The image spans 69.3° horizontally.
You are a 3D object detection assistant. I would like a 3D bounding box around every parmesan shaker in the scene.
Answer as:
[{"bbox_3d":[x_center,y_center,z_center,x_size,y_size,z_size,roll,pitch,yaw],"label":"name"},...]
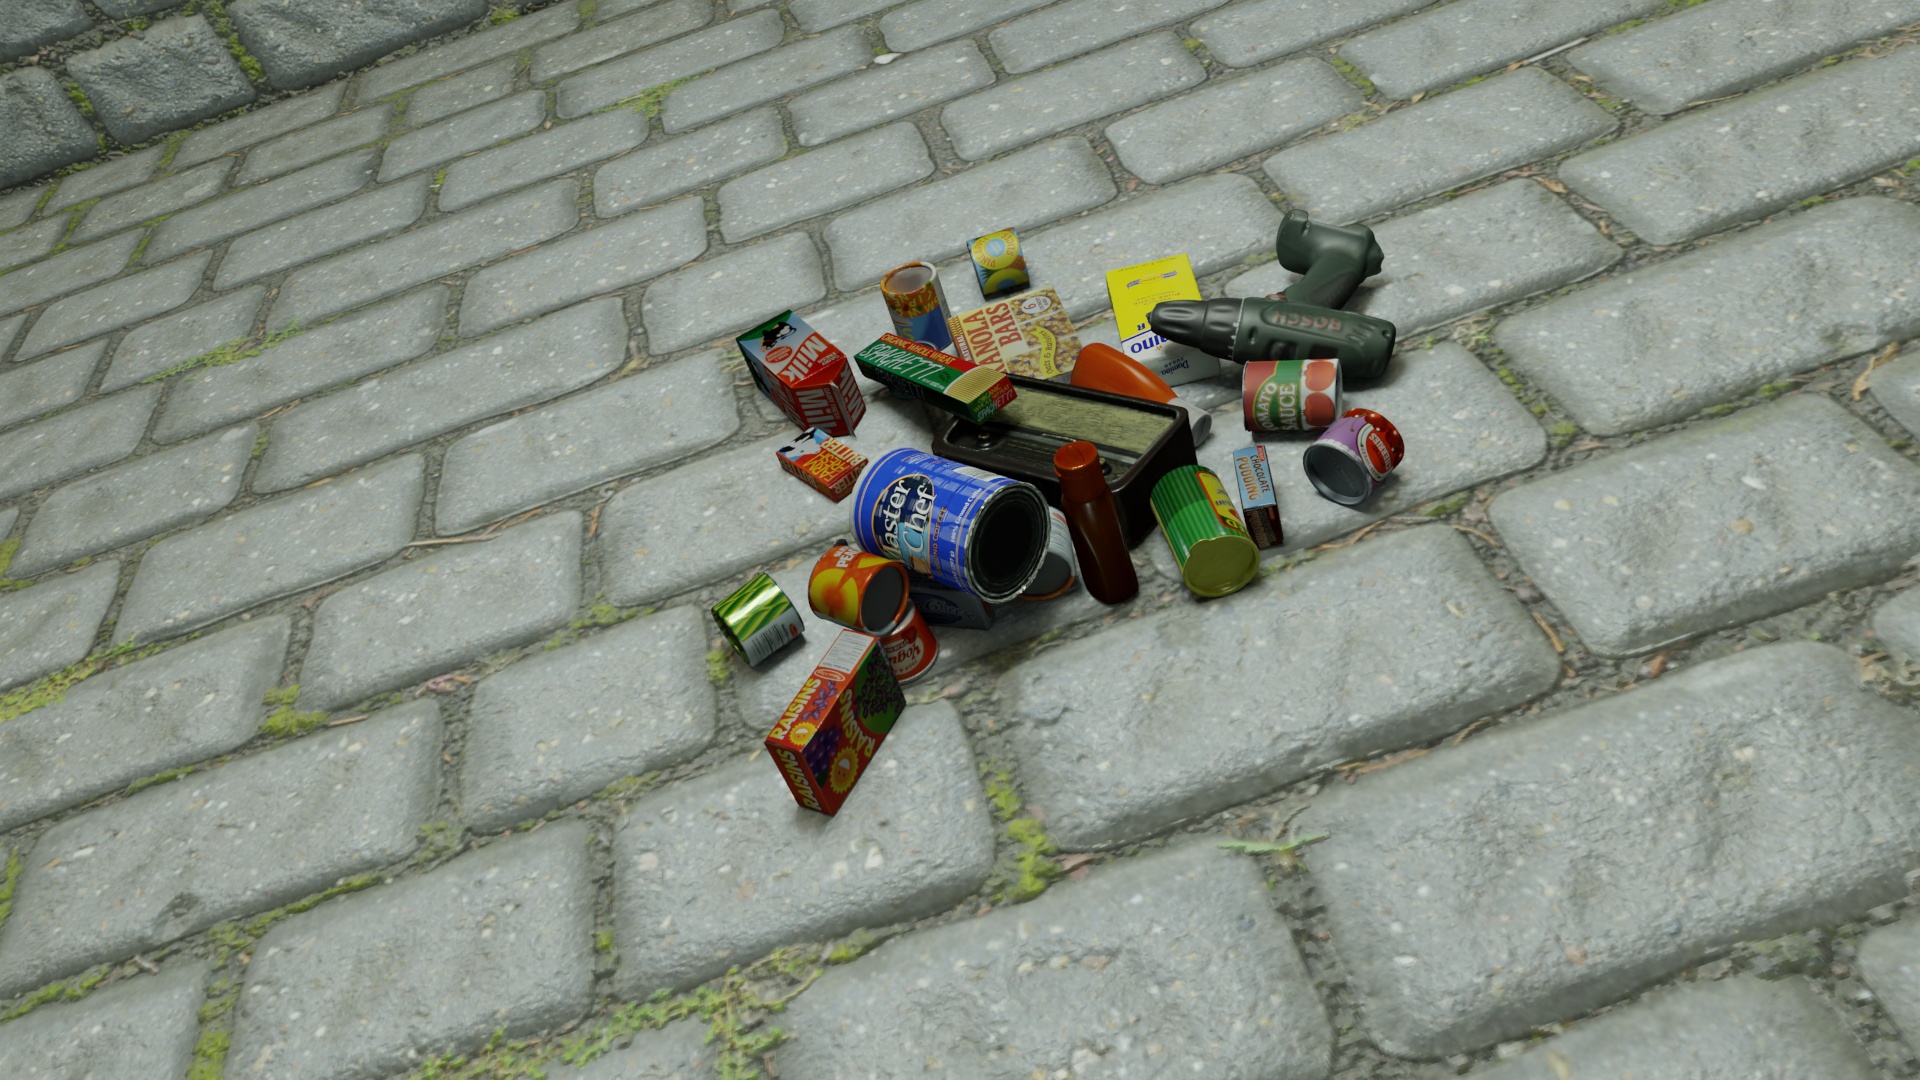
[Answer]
[{"bbox_3d":[0.205,-0.011,1.184,0.071,0.071,0.103,-18,40,2],"label":"parmesan shaker"}]

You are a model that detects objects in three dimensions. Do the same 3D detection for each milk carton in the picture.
[{"bbox_3d":[-0.167,-0.176,1.514,0.073,0.072,0.191,-32,42,-15],"label":"milk carton"}]

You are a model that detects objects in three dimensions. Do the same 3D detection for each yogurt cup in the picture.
[{"bbox_3d":[-0.058,0.082,1.197,0.072,0.053,0.073,-11,40,10],"label":"yogurt cup"}]

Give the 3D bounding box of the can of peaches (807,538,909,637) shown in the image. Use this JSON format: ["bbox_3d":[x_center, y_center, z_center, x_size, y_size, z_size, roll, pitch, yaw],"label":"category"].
[{"bbox_3d":[-0.084,0.040,1.156,0.058,0.071,0.071,17,52,35],"label":"can of peaches"}]

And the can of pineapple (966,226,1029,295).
[{"bbox_3d":[0.043,-0.322,1.598,0.058,0.070,0.071,-17,40,3],"label":"can of pineapple"}]

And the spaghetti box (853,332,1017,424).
[{"bbox_3d":[-0.031,-0.166,1.394,0.050,0.028,0.250,-37,32,-15],"label":"spaghetti box"}]

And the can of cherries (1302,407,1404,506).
[{"bbox_3d":[0.342,-0.073,1.201,0.058,0.071,0.071,-41,44,-25],"label":"can of cherries"}]

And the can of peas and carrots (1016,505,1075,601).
[{"bbox_3d":[0.065,0.013,1.219,0.071,0.070,0.059,-12,41,8],"label":"can of peas and carrots"}]

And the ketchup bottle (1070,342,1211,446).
[{"bbox_3d":[0.174,-0.137,1.347,0.044,0.064,0.149,-18,40,-42],"label":"ketchup bottle"}]

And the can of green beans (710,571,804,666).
[{"bbox_3d":[-0.182,0.071,1.248,0.058,0.071,0.071,-36,43,-18],"label":"can of green beans"}]

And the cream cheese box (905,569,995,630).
[{"bbox_3d":[-0.025,0.050,1.220,0.104,0.053,0.024,3,47,25],"label":"cream cheese box"}]

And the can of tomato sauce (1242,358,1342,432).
[{"bbox_3d":[0.307,-0.133,1.284,0.083,0.071,0.071,0,44,21],"label":"can of tomato sauce"}]

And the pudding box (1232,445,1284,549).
[{"bbox_3d":[0.259,-0.038,1.209,0.030,0.049,0.084,-11,40,13],"label":"pudding box"}]

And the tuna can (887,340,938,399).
[{"bbox_3d":[-0.050,-0.184,1.507,0.071,0.032,0.071,-11,41,10],"label":"tuna can"}]

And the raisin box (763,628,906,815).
[{"bbox_3d":[-0.099,0.145,1.117,0.040,0.085,0.124,11,48,29],"label":"raisin box"}]

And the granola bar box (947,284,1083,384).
[{"bbox_3d":[0.063,-0.198,1.474,0.124,0.039,0.166,-18,40,1],"label":"granola bar box"}]

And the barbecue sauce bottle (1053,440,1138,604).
[{"bbox_3d":[0.112,-0.016,1.167,0.044,0.147,0.065,-25,40,-6],"label":"barbecue sauce bottle"}]

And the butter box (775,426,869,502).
[{"bbox_3d":[-0.141,-0.080,1.433,0.053,0.024,0.104,-37,43,-21],"label":"butter box"}]

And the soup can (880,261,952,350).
[{"bbox_3d":[-0.050,-0.258,1.551,0.071,0.083,0.072,-11,41,10],"label":"soup can"}]
